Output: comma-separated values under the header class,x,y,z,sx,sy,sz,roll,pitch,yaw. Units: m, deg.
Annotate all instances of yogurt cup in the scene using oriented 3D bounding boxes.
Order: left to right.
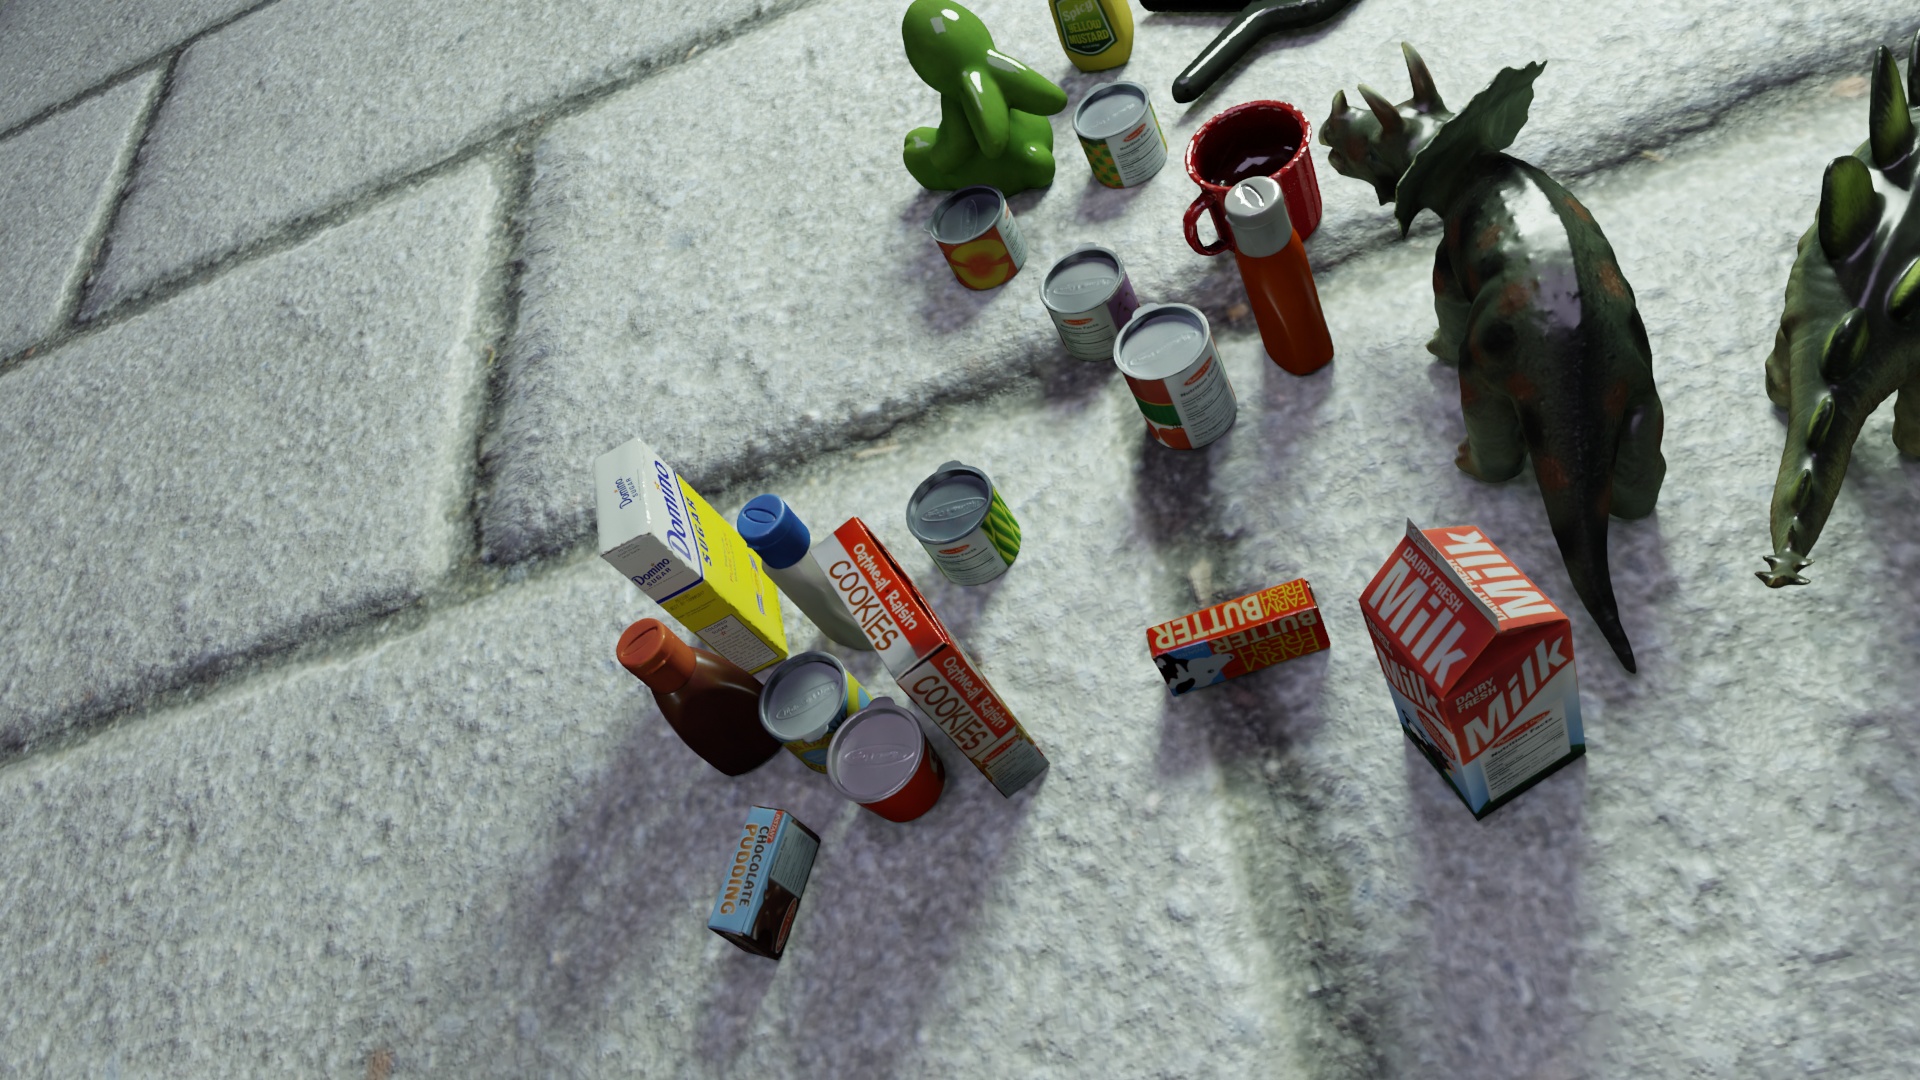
class,x,y,z,sx,sy,sz,roll,pitch,yaw
yogurt cup,-0.045,0.146,0.895,0.072,0.053,0.073,-13,52,18

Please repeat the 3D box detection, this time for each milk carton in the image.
class,x,y,z,sx,sy,sz,roll,pitch,yaw
milk carton,0.262,0.062,0.710,0.073,0.190,0.072,-33,49,2

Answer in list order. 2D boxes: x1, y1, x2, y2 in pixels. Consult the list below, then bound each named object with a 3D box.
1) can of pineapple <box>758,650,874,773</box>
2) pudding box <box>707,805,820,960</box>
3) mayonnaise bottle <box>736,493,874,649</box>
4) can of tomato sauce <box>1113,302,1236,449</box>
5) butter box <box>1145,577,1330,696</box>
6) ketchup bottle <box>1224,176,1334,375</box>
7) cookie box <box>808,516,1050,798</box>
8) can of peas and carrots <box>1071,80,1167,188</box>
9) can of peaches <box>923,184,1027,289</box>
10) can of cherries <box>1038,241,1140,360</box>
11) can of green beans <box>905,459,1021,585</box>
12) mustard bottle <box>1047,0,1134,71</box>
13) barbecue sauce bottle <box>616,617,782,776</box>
class,x,y,z,sx,sy,sz,roll,pitch,yaw
can of pineapple,-0.094,0.118,0.937,0.071,0.057,0.071,-13,52,18
pudding box,-0.124,0.218,0.887,0.030,0.049,0.084,1,58,28
mayonnaise bottle,-0.100,0.023,0.949,0.065,0.147,0.041,13,65,34
can of tomato sauce,0.149,-0.114,0.964,0.071,0.082,0.071,-14,52,18
butter box,0.170,0.060,0.849,0.103,0.053,0.024,-20,51,13
ketchup bottle,0.212,-0.178,0.934,0.043,0.148,0.065,-30,49,6
cookie box,-0.017,0.073,0.858,0.040,0.167,0.123,-38,49,-2
can of peas and carrots,0.131,-0.336,1.148,0.071,0.058,0.071,-13,52,18
can of peaches,0.013,-0.249,1.146,0.071,0.058,0.071,-13,52,18
can of cherries,0.101,-0.181,1.052,0.071,0.058,0.072,-13,52,18
can of green beans,0.003,-0.010,0.980,0.071,0.057,0.071,-13,52,18
mustard bottle,0.102,-0.481,1.199,0.065,0.159,0.049,-2,57,26
barbecue sauce bottle,-0.173,0.103,0.928,0.065,0.148,0.044,-38,49,-2
